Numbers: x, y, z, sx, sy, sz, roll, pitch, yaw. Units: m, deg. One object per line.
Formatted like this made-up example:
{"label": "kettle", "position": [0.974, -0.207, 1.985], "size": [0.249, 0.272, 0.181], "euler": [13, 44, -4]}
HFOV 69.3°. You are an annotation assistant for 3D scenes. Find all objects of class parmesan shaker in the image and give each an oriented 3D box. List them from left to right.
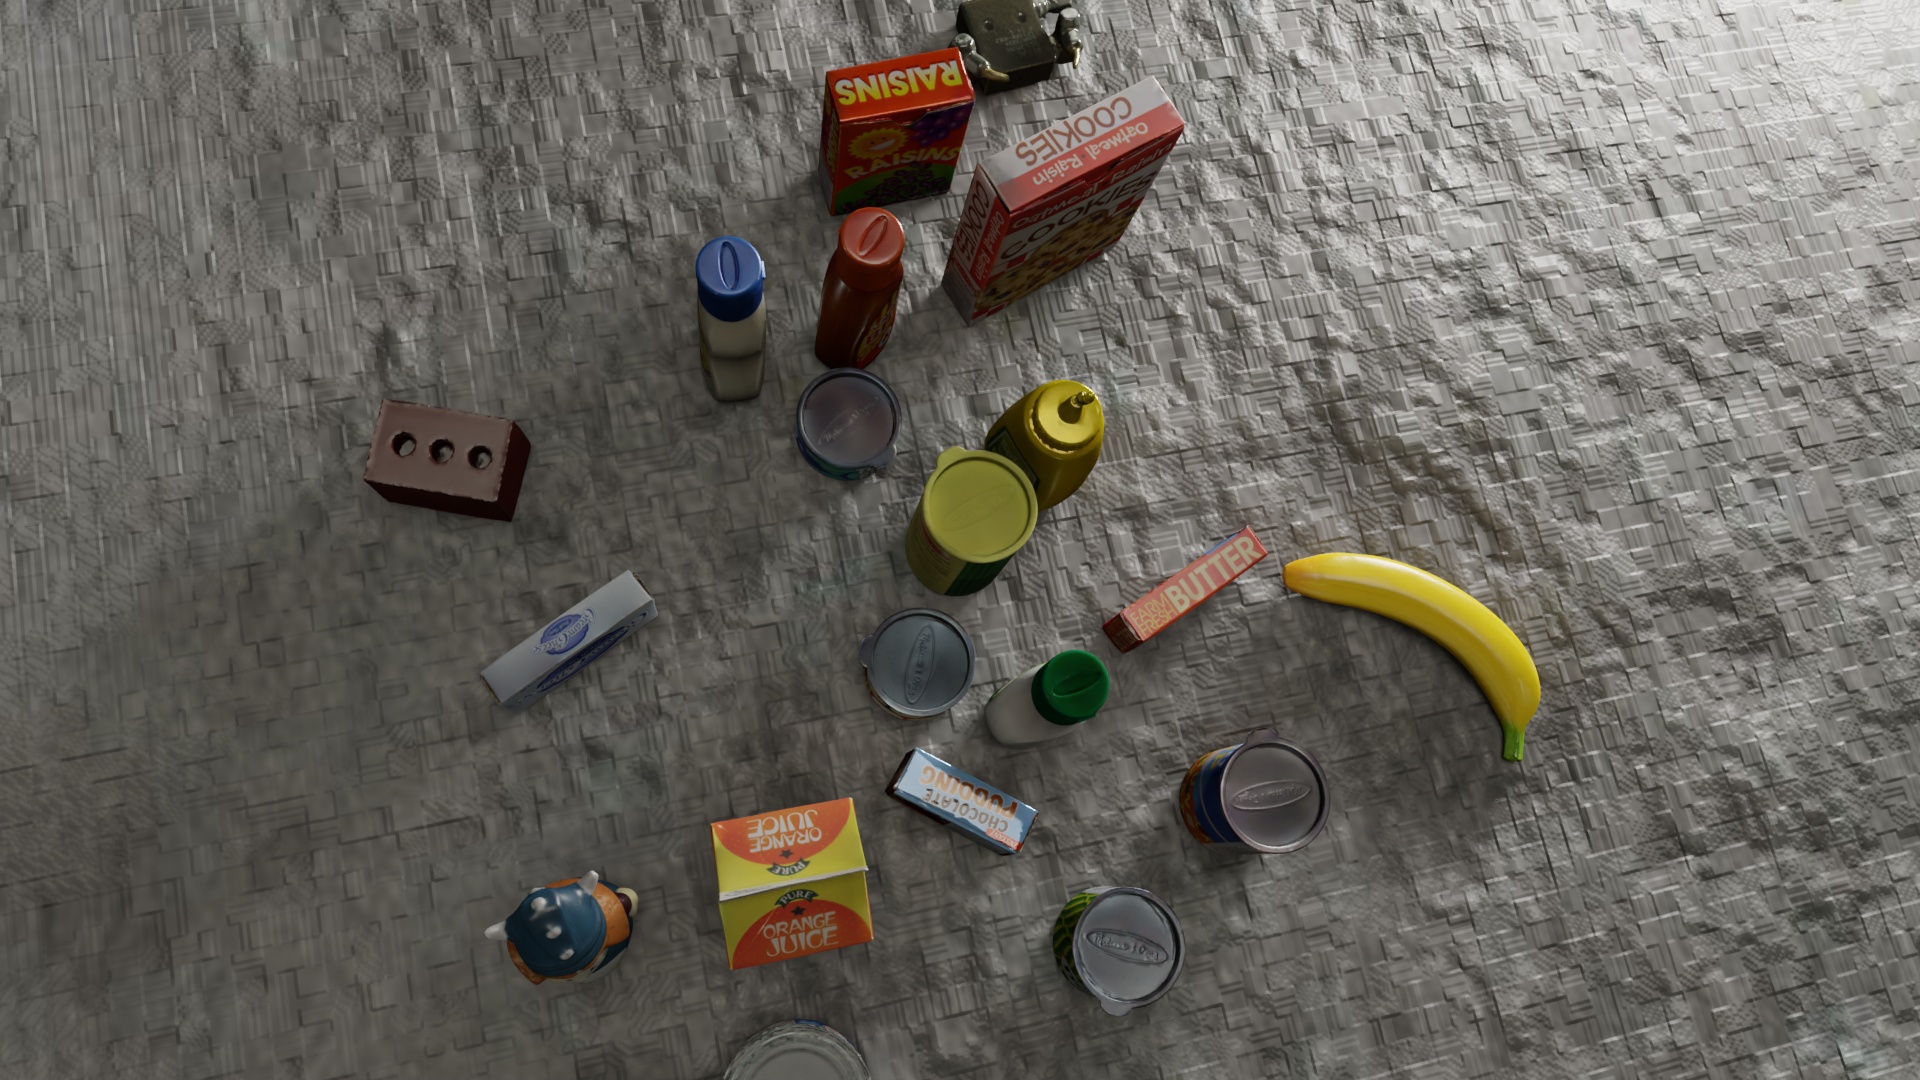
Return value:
{"label": "parmesan shaker", "position": [0.003, -0.010, 0.837], "size": [0.071, 0.103, 0.071], "euler": [2, 77, -8]}

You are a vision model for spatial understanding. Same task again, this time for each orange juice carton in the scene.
{"label": "orange juice carton", "position": [-0.090, 0.179, 0.730], "size": [0.072, 0.192, 0.073], "euler": [-8, 78, -10]}

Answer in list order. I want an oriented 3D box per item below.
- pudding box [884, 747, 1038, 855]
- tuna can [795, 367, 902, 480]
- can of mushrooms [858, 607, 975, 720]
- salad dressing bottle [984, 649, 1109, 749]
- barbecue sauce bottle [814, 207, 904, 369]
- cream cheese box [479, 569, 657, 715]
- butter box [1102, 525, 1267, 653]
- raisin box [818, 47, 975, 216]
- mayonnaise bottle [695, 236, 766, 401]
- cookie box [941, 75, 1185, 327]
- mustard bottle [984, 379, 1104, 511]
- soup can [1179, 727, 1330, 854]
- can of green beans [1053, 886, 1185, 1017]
{"label": "pudding box", "position": [0.000, 0.156, 0.823], "size": [0.084, 0.049, 0.030], "euler": [28, 75, -1]}
{"label": "tuna can", "position": [-0.069, -0.071, 0.877], "size": [0.071, 0.032, 0.071], "euler": [2, 76, -8]}
{"label": "can of mushrooms", "position": [-0.028, 0.075, 0.847], "size": [0.071, 0.033, 0.071], "euler": [2, 76, -8]}
{"label": "salad dressing bottle", "position": [0.051, 0.091, 0.796], "size": [0.064, 0.147, 0.044], "euler": [-20, 81, -12]}
{"label": "barbecue sauce bottle", "position": [-0.059, -0.152, 0.839], "size": [0.044, 0.148, 0.065], "euler": [31, 75, 0]}
{"label": "cream cheese box", "position": [-0.227, 0.060, 0.811], "size": [0.104, 0.053, 0.024], "euler": [-36, 84, -15]}
{"label": "butter box", "position": [0.140, 0.032, 0.872], "size": [0.104, 0.053, 0.024], "euler": [-33, 83, -14]}
{"label": "raisin box", "position": [-0.044, -0.256, 0.879], "size": [0.086, 0.123, 0.040], "euler": [-14, 79, -11]}
{"label": "mayonnaise bottle", "position": [-0.136, -0.133, 0.823], "size": [0.041, 0.147, 0.065], "euler": [-7, 78, -10]}
{"label": "cookie box", "position": [0.059, -0.204, 0.859], "size": [0.123, 0.167, 0.040], "euler": [-30, 83, -14]}
{"label": "mustard bottle", "position": [0.053, -0.062, 0.827], "size": [0.049, 0.160, 0.065], "euler": [-31, 83, -14]}
{"label": "soup can", "position": [0.174, 0.152, 0.832], "size": [0.071, 0.083, 0.071], "euler": [2, 76, -8]}
{"label": "can of green beans", "position": [0.091, 0.236, 0.812], "size": [0.071, 0.057, 0.071], "euler": [2, 76, -8]}
